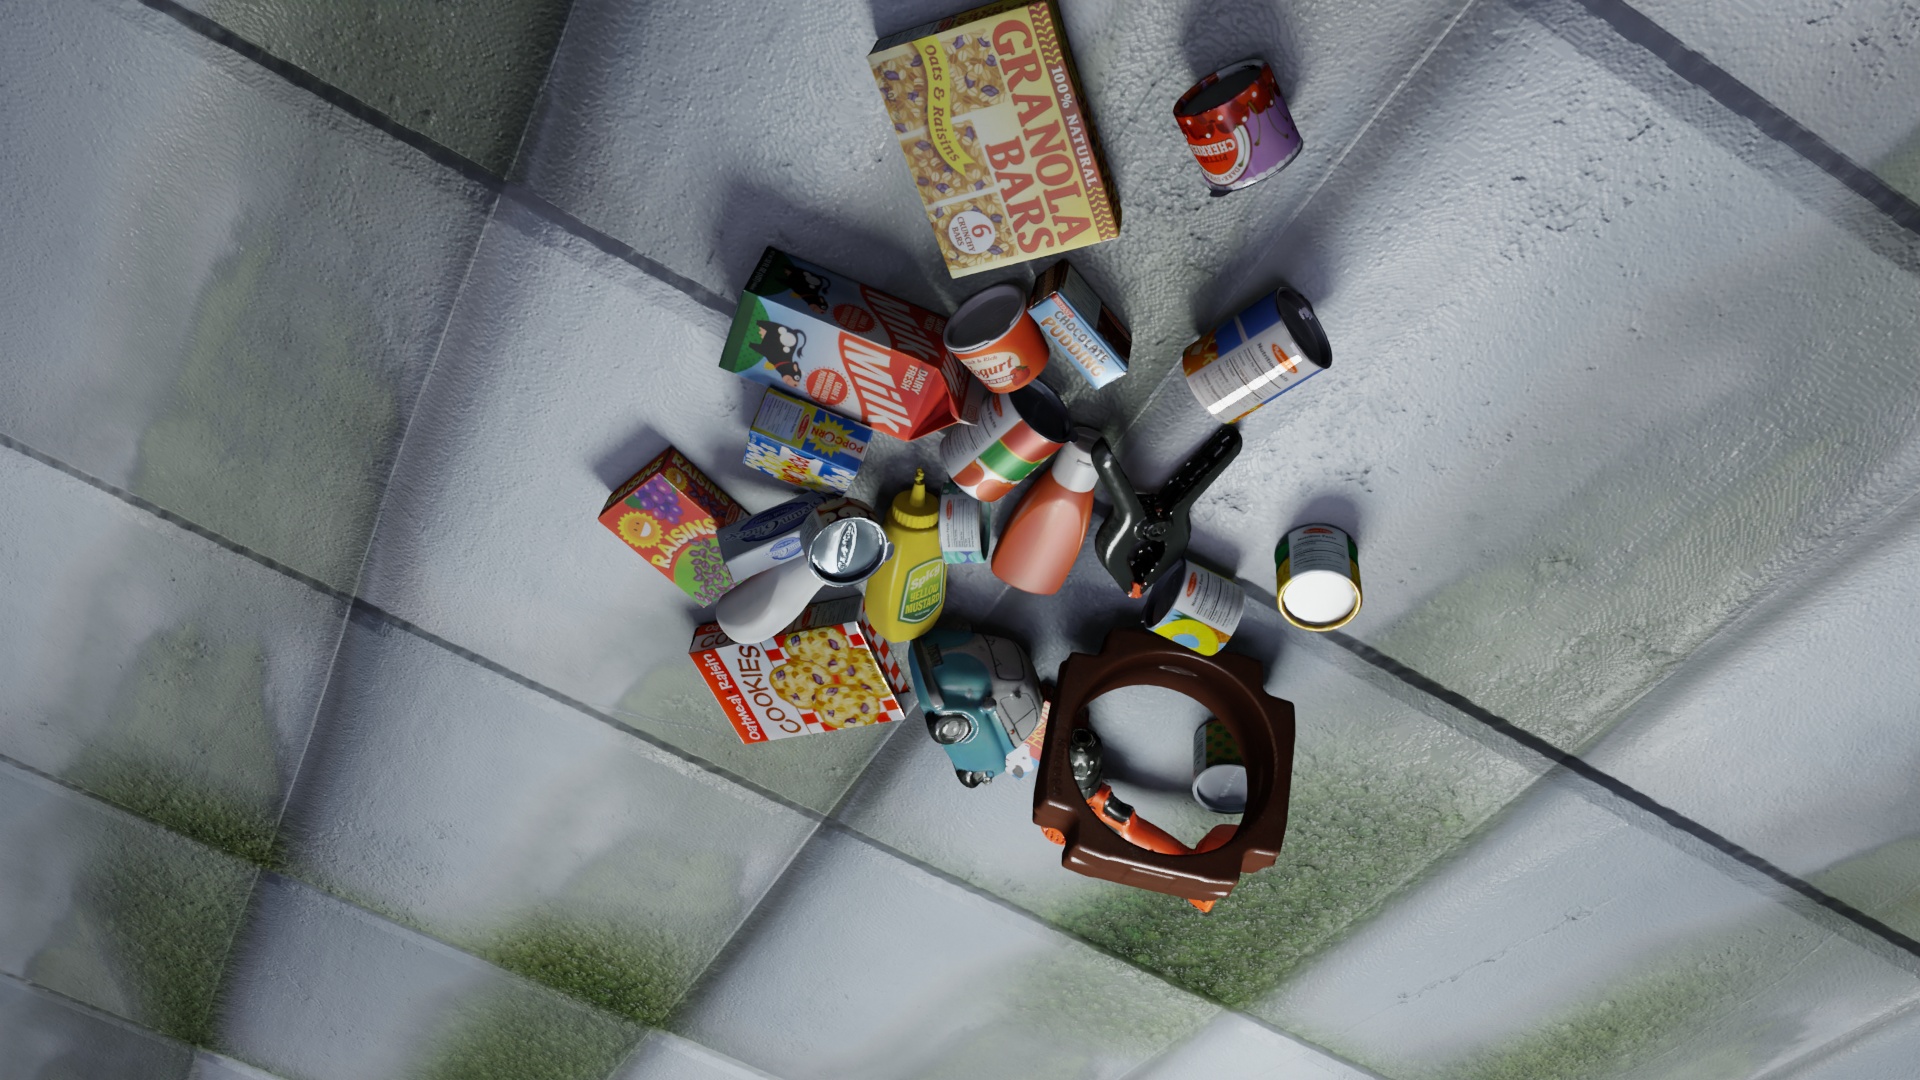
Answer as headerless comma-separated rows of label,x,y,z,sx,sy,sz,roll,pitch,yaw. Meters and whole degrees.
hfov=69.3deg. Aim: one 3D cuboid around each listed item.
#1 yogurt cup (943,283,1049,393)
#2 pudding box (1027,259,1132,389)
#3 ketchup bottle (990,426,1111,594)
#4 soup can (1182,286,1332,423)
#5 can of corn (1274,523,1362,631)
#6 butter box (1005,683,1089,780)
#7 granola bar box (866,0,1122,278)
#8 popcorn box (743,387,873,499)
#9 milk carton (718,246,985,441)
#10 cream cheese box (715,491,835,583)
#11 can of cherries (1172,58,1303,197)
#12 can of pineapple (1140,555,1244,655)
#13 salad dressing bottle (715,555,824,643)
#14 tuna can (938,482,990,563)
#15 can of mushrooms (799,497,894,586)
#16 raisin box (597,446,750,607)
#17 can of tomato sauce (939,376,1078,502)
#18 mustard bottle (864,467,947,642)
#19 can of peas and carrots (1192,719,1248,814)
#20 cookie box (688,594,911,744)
yogurt cup,0.029,-0.145,1.011,0.072,0.073,0.053,-20,130,24
pudding box,0.087,-0.155,1.000,0.030,0.050,0.083,-30,118,31
ketchup bottle,0.076,-0.023,1.110,0.065,0.044,0.148,19,129,-6
soup can,0.210,-0.132,0.986,0.083,0.072,0.071,-31,117,35
can of corn,0.285,0.032,1.107,0.071,0.058,0.070,5,129,7
butter box,0.068,0.178,1.284,0.053,0.024,0.103,34,127,-17
granola bar box,0.026,-0.269,0.927,0.124,0.039,0.164,-11,125,19
popcorn box,-0.119,-0.071,1.067,0.085,0.038,0.126,22,169,-7
milk carton,-0.072,-0.138,1.027,0.191,0.073,0.073,21,128,-7
cream cheese box,-0.146,-0.006,1.133,0.104,0.053,0.024,-22,126,-6
can of cherries,0.175,-0.263,0.885,0.071,0.072,0.058,-20,122,24
can of pineapple,0.190,0.054,1.138,0.058,0.071,0.070,25,128,-10
salad dressing bottle,-0.143,0.034,1.187,0.147,0.064,0.044,-34,137,22
tuna can,0.004,-0.014,1.119,0.033,0.071,0.070,-1,128,10
can of mushrooms,-0.091,0.001,1.103,0.071,0.033,0.070,-11,126,-16
raisin box,-0.231,-0.010,1.179,0.086,0.040,0.123,-32,118,30
can of tomato sauce,0.036,-0.077,1.061,0.071,0.071,0.082,37,126,-18
mustard bottle,-0.041,0.010,1.144,0.049,0.065,0.159,38,136,35
can of peas and carrots,0.245,0.203,1.250,0.071,0.059,0.070,5,129,6
cookie box,-0.146,0.120,1.267,0.167,0.040,0.122,-11,125,17
